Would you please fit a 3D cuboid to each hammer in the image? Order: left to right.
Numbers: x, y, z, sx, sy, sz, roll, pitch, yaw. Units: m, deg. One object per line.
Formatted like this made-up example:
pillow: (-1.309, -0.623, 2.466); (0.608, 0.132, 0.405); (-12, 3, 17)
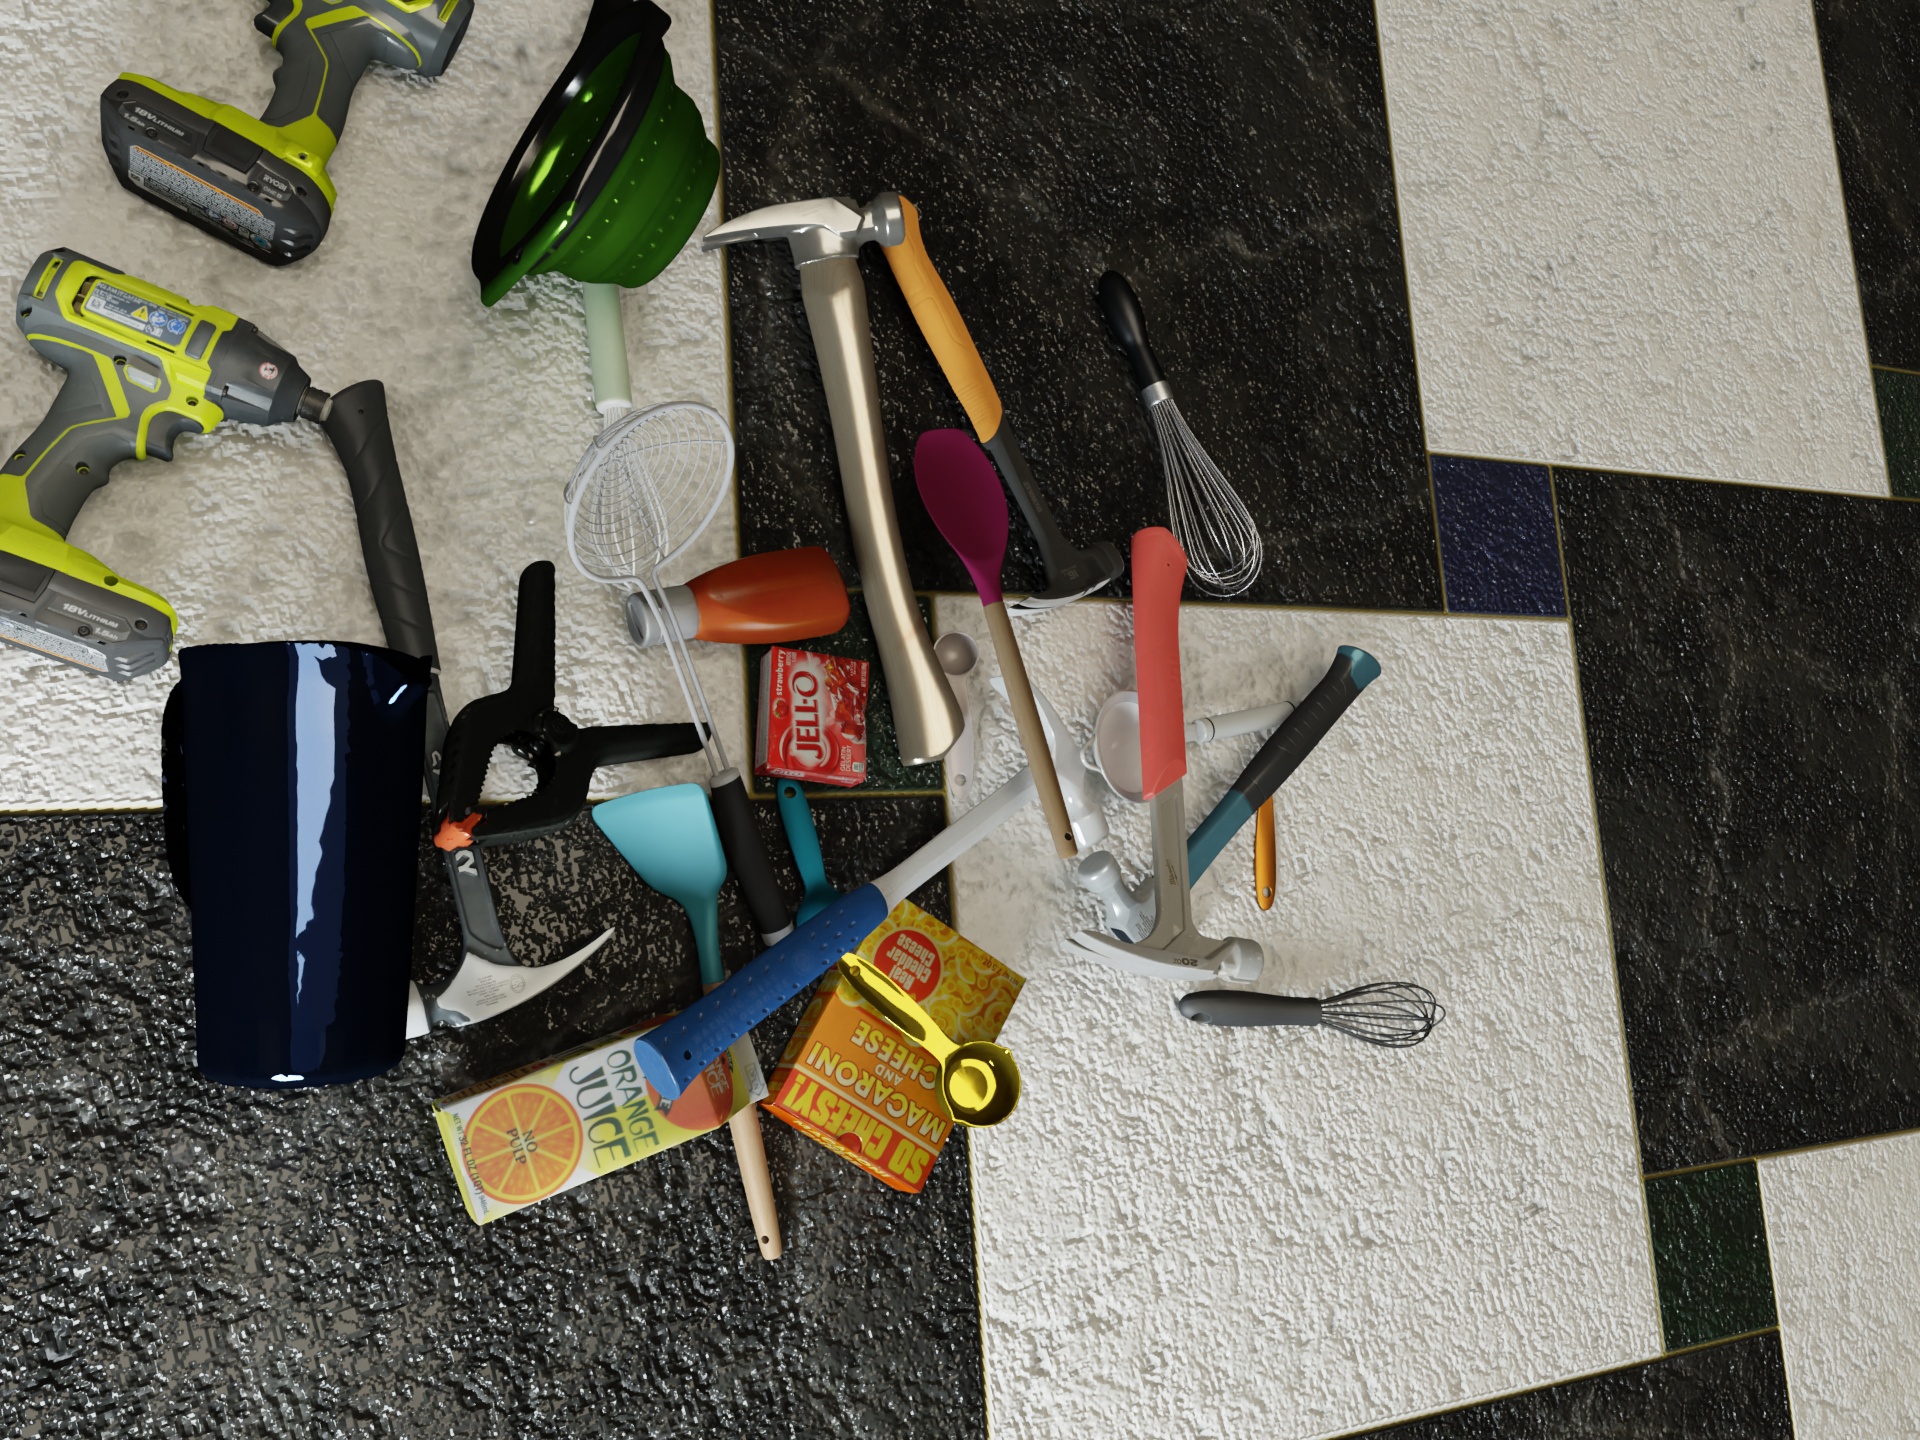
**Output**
hammer: (-0.331, -0.016, 0.997); (0.149, 0.036, 0.409); (-12, 86, -29)
hammer: (-0.076, -0.169, 1.141); (0.146, 0.038, 0.410); (-11, 89, -10)
hammer: (-0.050, 0.108, 1.050); (0.405, 0.035, 0.144); (-35, 108, -39)
hammer: (0.009, -0.240, 1.193); (0.127, 0.034, 0.337); (-27, 90, -46)
hammer: (0.140, 0.013, 1.162); (0.149, 0.036, 0.359); (13, 59, -22)
hammer: (0.225, 0.054, 1.235); (0.331, 0.033, 0.128); (-45, 117, -24)

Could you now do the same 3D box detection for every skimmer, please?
skimmer: (-0.153, -0.018, 1.006); (0.127, 0.090, 0.363); (-30, 110, -40)

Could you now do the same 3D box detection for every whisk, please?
whisk: (-0.233, -0.205, 1.079); (0.059, 0.058, 0.246); (8, 71, -60)
whisk: (0.170, -0.231, 1.272); (0.070, 0.070, 0.285); (-19, 85, -28)
whisk: (0.277, 0.228, 1.245); (0.238, 0.055, 0.055); (6, 78, -21)

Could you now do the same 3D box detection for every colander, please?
colander: (-0.216, -0.418, 1.071); (0.094, 0.204, 0.397); (30, 50, -33)

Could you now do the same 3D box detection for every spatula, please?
spatula: (-0.161, 0.198, 1.034); (0.082, 0.044, 0.317); (-13, 90, 17)

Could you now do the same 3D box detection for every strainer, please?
strainer: (0.182, 0.011, 1.241); (0.258, 0.050, 0.087); (-10, 89, -33)

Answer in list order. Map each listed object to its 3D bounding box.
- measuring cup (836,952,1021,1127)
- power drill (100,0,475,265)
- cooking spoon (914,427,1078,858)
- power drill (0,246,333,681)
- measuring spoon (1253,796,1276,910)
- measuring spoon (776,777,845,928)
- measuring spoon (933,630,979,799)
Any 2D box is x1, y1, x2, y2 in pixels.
measuring cup: (-0.026, 0.212, 1.068); (0.156, 0.029, 0.062); (42, 64, -1)
power drill: (-0.438, -0.422, 0.998); (0.190, 0.080, 0.229); (27, 67, -20)
cooking spoon: (0.030, -0.057, 1.115); (0.068, 0.017, 0.319); (-11, 80, -31)
power drill: (-0.484, -0.145, 0.922); (0.171, 0.080, 0.223); (22, 69, -18)
measuring spoon: (0.246, 0.093, 1.272); (0.021, 0.011, 0.117); (8, 77, -25)
measuring spoon: (-0.102, 0.094, 1.084); (0.042, 0.021, 0.129); (-14, 76, -17)
measuring spoon: (-0.002, -0.004, 1.169); (0.034, 0.018, 0.124); (-2, 87, -1)
